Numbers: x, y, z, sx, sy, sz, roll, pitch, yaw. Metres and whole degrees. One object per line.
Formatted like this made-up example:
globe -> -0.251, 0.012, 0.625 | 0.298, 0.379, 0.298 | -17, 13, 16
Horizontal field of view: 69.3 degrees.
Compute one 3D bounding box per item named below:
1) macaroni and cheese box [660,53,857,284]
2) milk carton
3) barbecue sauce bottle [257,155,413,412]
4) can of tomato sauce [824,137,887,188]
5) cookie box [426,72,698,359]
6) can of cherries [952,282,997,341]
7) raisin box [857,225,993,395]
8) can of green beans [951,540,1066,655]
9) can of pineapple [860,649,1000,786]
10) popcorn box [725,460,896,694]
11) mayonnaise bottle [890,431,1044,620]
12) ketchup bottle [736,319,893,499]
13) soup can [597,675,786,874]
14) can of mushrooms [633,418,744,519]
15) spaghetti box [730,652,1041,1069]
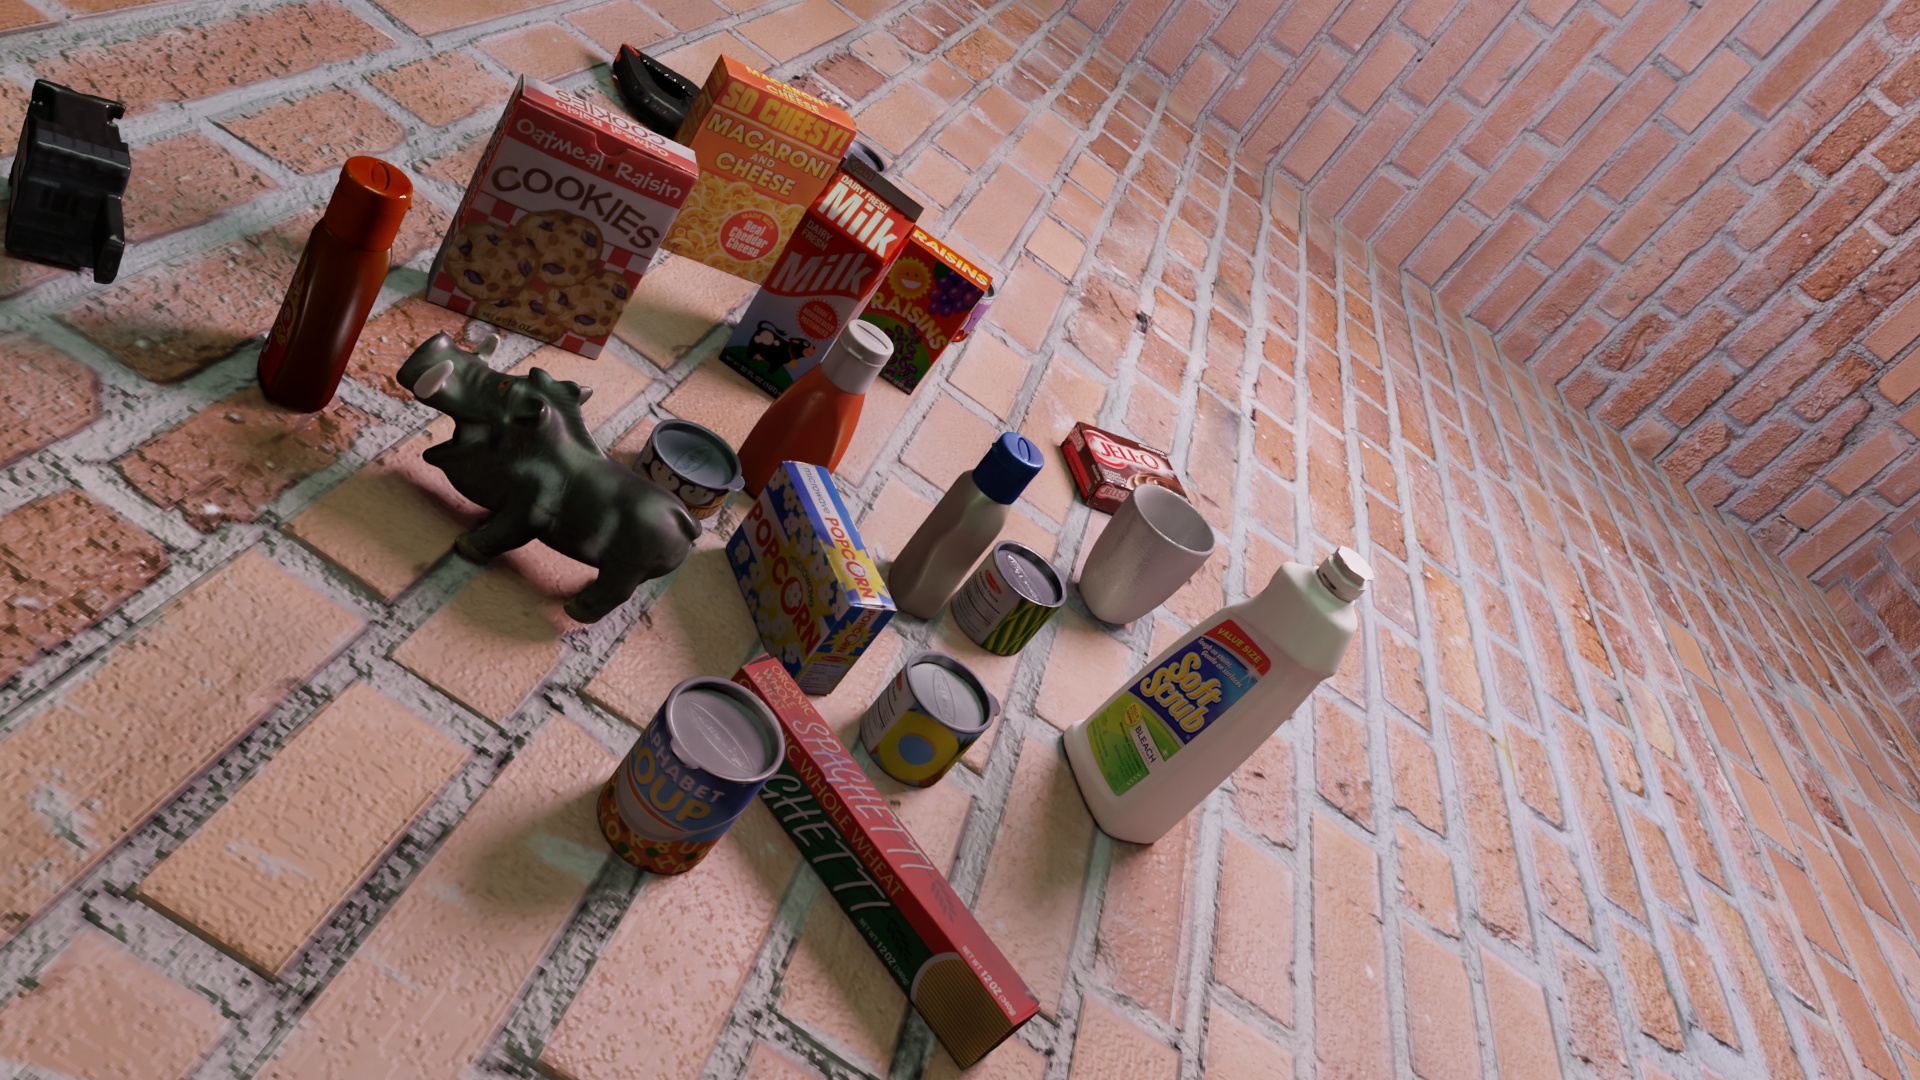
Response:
macaroni and cheese box -> -0.182, -0.307, 1.163 | 0.124, 0.165, 0.040 | 15, 37, -35
milk carton -> -0.105, -0.204, 1.084 | 0.072, 0.189, 0.074 | 36, 30, -5
barbecue sauce bottle -> -0.349, -0.145, 0.777 | 0.044, 0.148, 0.065 | 16, 37, -34
can of tomato sauce -> -0.123, -0.351, 1.371 | 0.071, 0.082, 0.071 | 28, 31, -19
cookie box -> -0.270, -0.213, 0.938 | 0.123, 0.166, 0.040 | 18, 35, -32
can of cherries -> -0.007, -0.237, 1.368 | 0.071, 0.058, 0.072 | 28, 31, -19
raisin box -> -0.042, -0.201, 1.216 | 0.086, 0.123, 0.040 | 34, 30, -8
can of green beans -> 0.036, 0.043, 1.033 | 0.071, 0.057, 0.071 | 28, 31, -19
can of pineapple -> -0.020, 0.113, 0.876 | 0.071, 0.057, 0.071 | 28, 31, -19
popcorn box -> -0.098, 0.023, 0.886 | 0.038, 0.085, 0.127 | 8, 41, -42
mayonnaise bottle -> 0.004, -0.012, 0.982 | 0.041, 0.147, 0.065 | 26, 32, -22
ketchup bottle -> -0.100, -0.087, 0.970 | 0.065, 0.148, 0.044 | 39, 29, -1
soup can -> -0.140, 0.121, 0.708 | 0.071, 0.083, 0.072 | 28, 31, -19
can of mushrooms -> -0.183, -0.047, 0.940 | 0.071, 0.033, 0.071 | 28, 32, -19
spaghetti box -> -0.054, 0.172, 0.766 | 0.250, 0.050, 0.029 | 49, 31, 18
